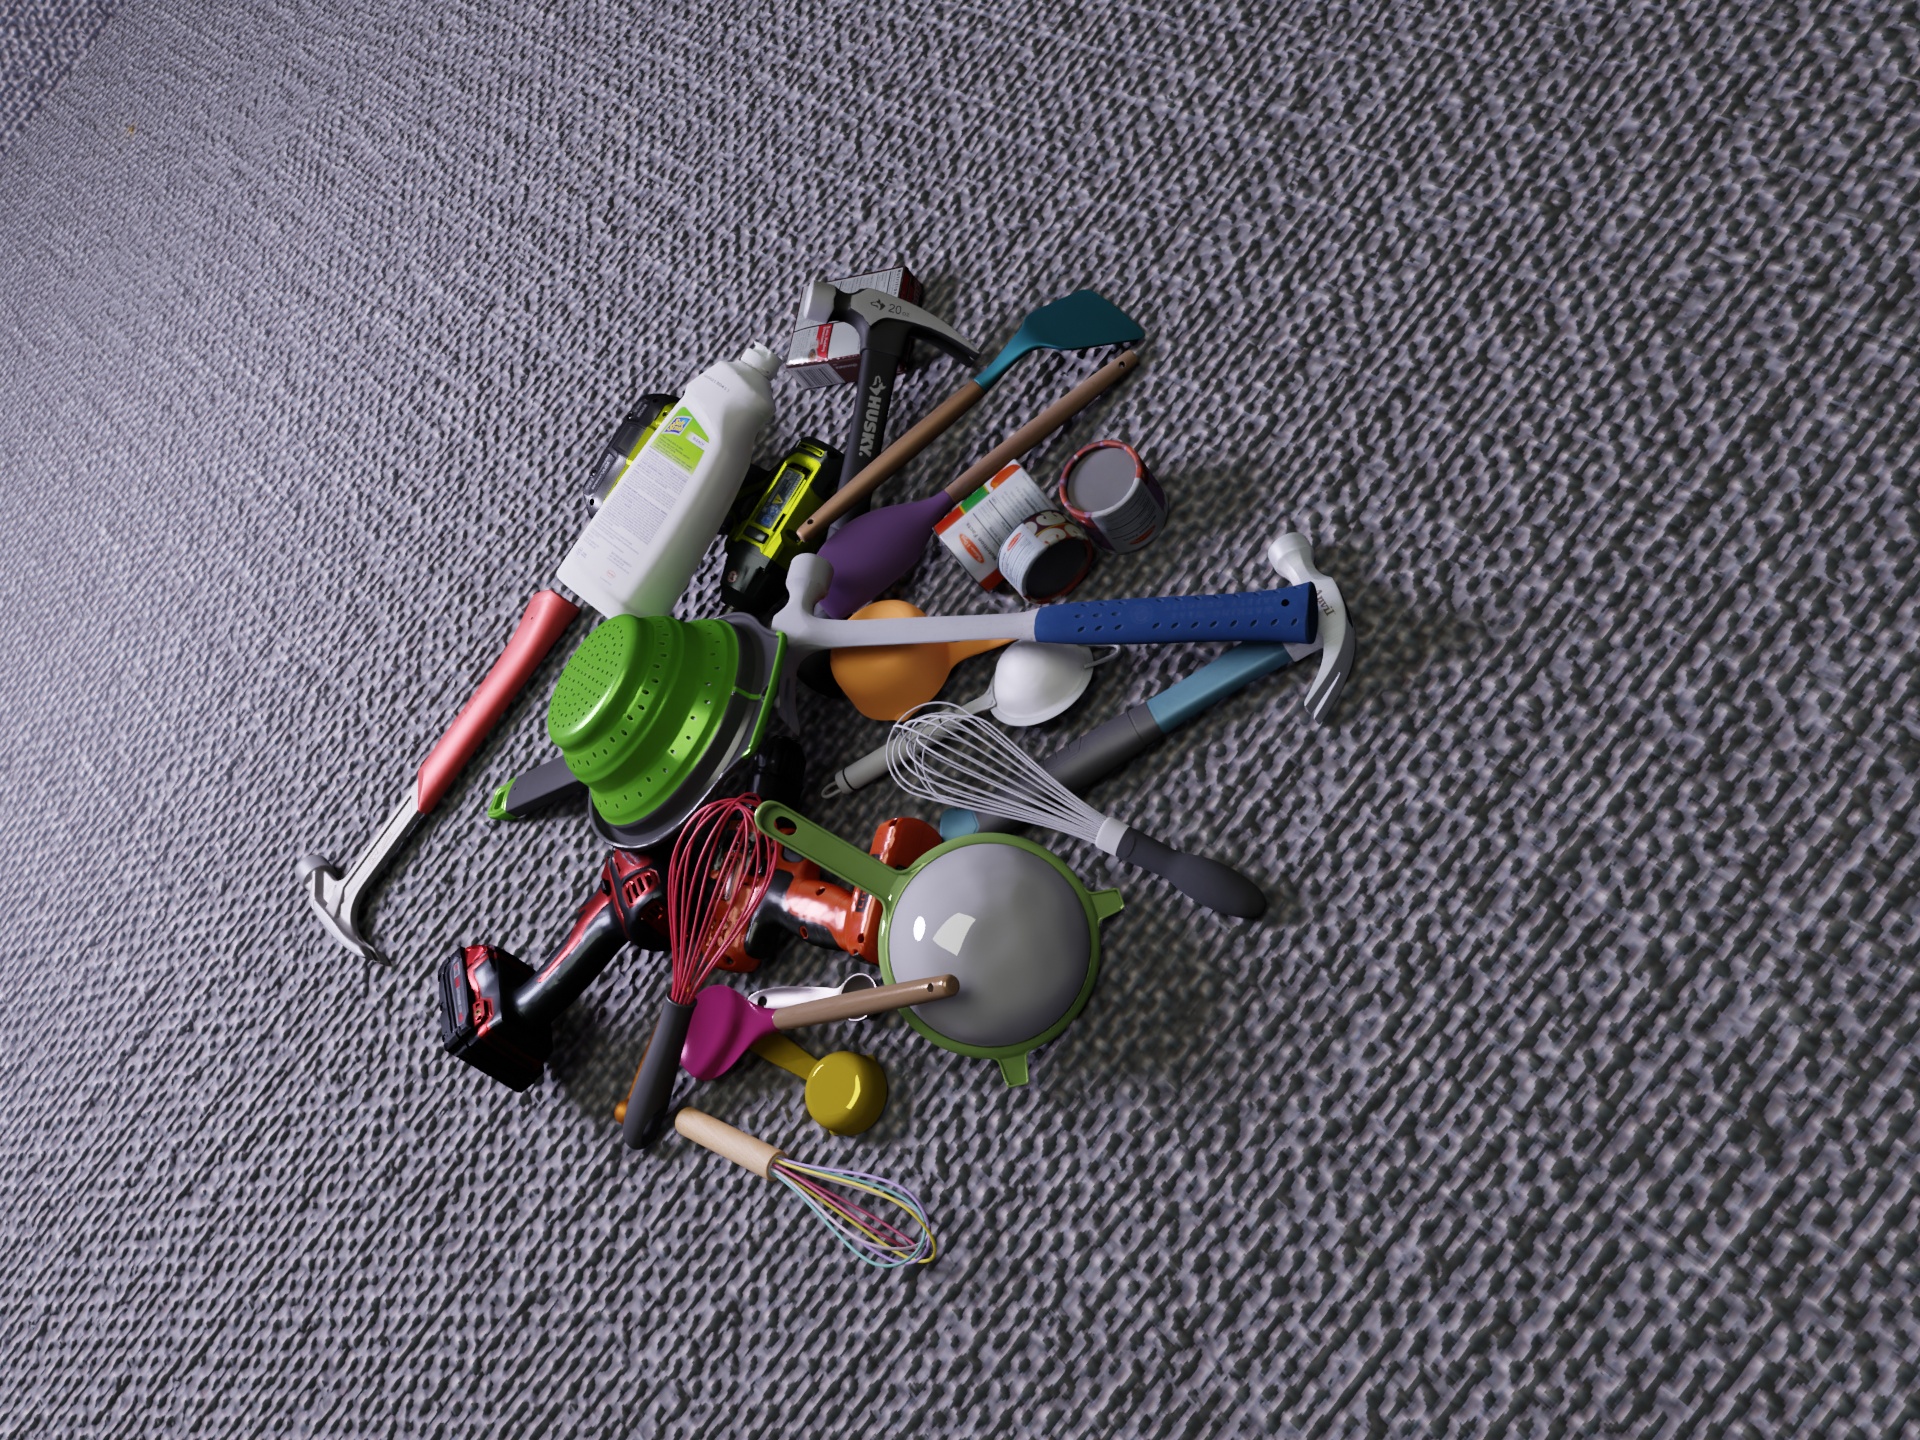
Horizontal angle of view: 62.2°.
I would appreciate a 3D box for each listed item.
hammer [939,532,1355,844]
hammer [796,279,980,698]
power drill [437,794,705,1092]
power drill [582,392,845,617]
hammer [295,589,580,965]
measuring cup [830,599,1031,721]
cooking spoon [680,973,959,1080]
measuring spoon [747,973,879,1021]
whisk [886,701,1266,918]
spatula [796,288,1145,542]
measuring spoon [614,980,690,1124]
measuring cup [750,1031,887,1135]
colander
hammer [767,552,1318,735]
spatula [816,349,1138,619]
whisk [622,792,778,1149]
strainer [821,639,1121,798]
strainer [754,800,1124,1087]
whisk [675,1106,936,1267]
[{"bbox_3d":[0.124,0.004,1.111,0.331,0.033,0.128,-32,55,14],"label":"hammer"},{"bbox_3d":[-0.080,-0.182,1.285,0.146,0.035,0.335,12,81,-12],"label":"hammer"},{"bbox_3d":[-0.301,0.158,1.246,0.226,0.080,0.188,-42,35,6],"label":"power drill"},{"bbox_3d":[-0.213,-0.183,1.367,0.223,0.080,0.171,27,83,33],"label":"power drill"},{"bbox_3d":[-0.456,0.039,1.425,0.149,0.036,0.359,35,88,36],"label":"hammer"},{"bbox_3d":[-0.019,-0.064,1.204,0.173,0.052,0.095,-20,48,19],"label":"measuring cup"},{"bbox_3d":[-0.109,0.204,1.099,0.319,0.017,0.069,-21,64,46],"label":"cooking spoon"},{"bbox_3d":[-0.106,0.205,1.164,0.124,0.018,0.034,-9,66,34],"label":"measuring spoon"},{"bbox_3d":[0.074,0.065,1.069,0.285,0.070,0.070,26,82,19],"label":"whisk"},{"bbox_3d":[0.000,-0.240,1.260,0.317,0.044,0.082,-40,56,-2],"label":"spatula"},{"bbox_3d":[-0.236,0.253,1.215,0.021,0.011,0.117,16,77,34],"label":"measuring spoon"},{"bbox_3d":[-0.120,0.244,1.140,0.157,0.029,0.062,22,80,34],"label":"measuring cup"},{"bbox_3d":[-0.297,0.009,1.244,0.397,0.094,0.205,-20,48,43],"label":"colander"},{"bbox_3d":[0.044,-0.061,1.120,0.405,0.035,0.144,-1,60,24],"label":"hammer"},{"bbox_3d":[0.011,-0.192,1.249,0.316,0.018,0.060,-37,93,-1],"label":"spatula"},{"bbox_3d":[-0.196,0.183,1.145,0.073,0.073,0.295,31,110,36],"label":"whisk"},{"bbox_3d":[-0.002,-0.004,1.185,0.258,0.050,0.087,-30,40,18],"label":"strainer"},{"bbox_3d":[-0.026,0.120,1.046,0.256,0.069,0.151,30,81,3],"label":"strainer"},{"bbox_3d":[-0.111,0.319,1.098,0.245,0.047,0.051,13,63,38],"label":"whisk"}]
